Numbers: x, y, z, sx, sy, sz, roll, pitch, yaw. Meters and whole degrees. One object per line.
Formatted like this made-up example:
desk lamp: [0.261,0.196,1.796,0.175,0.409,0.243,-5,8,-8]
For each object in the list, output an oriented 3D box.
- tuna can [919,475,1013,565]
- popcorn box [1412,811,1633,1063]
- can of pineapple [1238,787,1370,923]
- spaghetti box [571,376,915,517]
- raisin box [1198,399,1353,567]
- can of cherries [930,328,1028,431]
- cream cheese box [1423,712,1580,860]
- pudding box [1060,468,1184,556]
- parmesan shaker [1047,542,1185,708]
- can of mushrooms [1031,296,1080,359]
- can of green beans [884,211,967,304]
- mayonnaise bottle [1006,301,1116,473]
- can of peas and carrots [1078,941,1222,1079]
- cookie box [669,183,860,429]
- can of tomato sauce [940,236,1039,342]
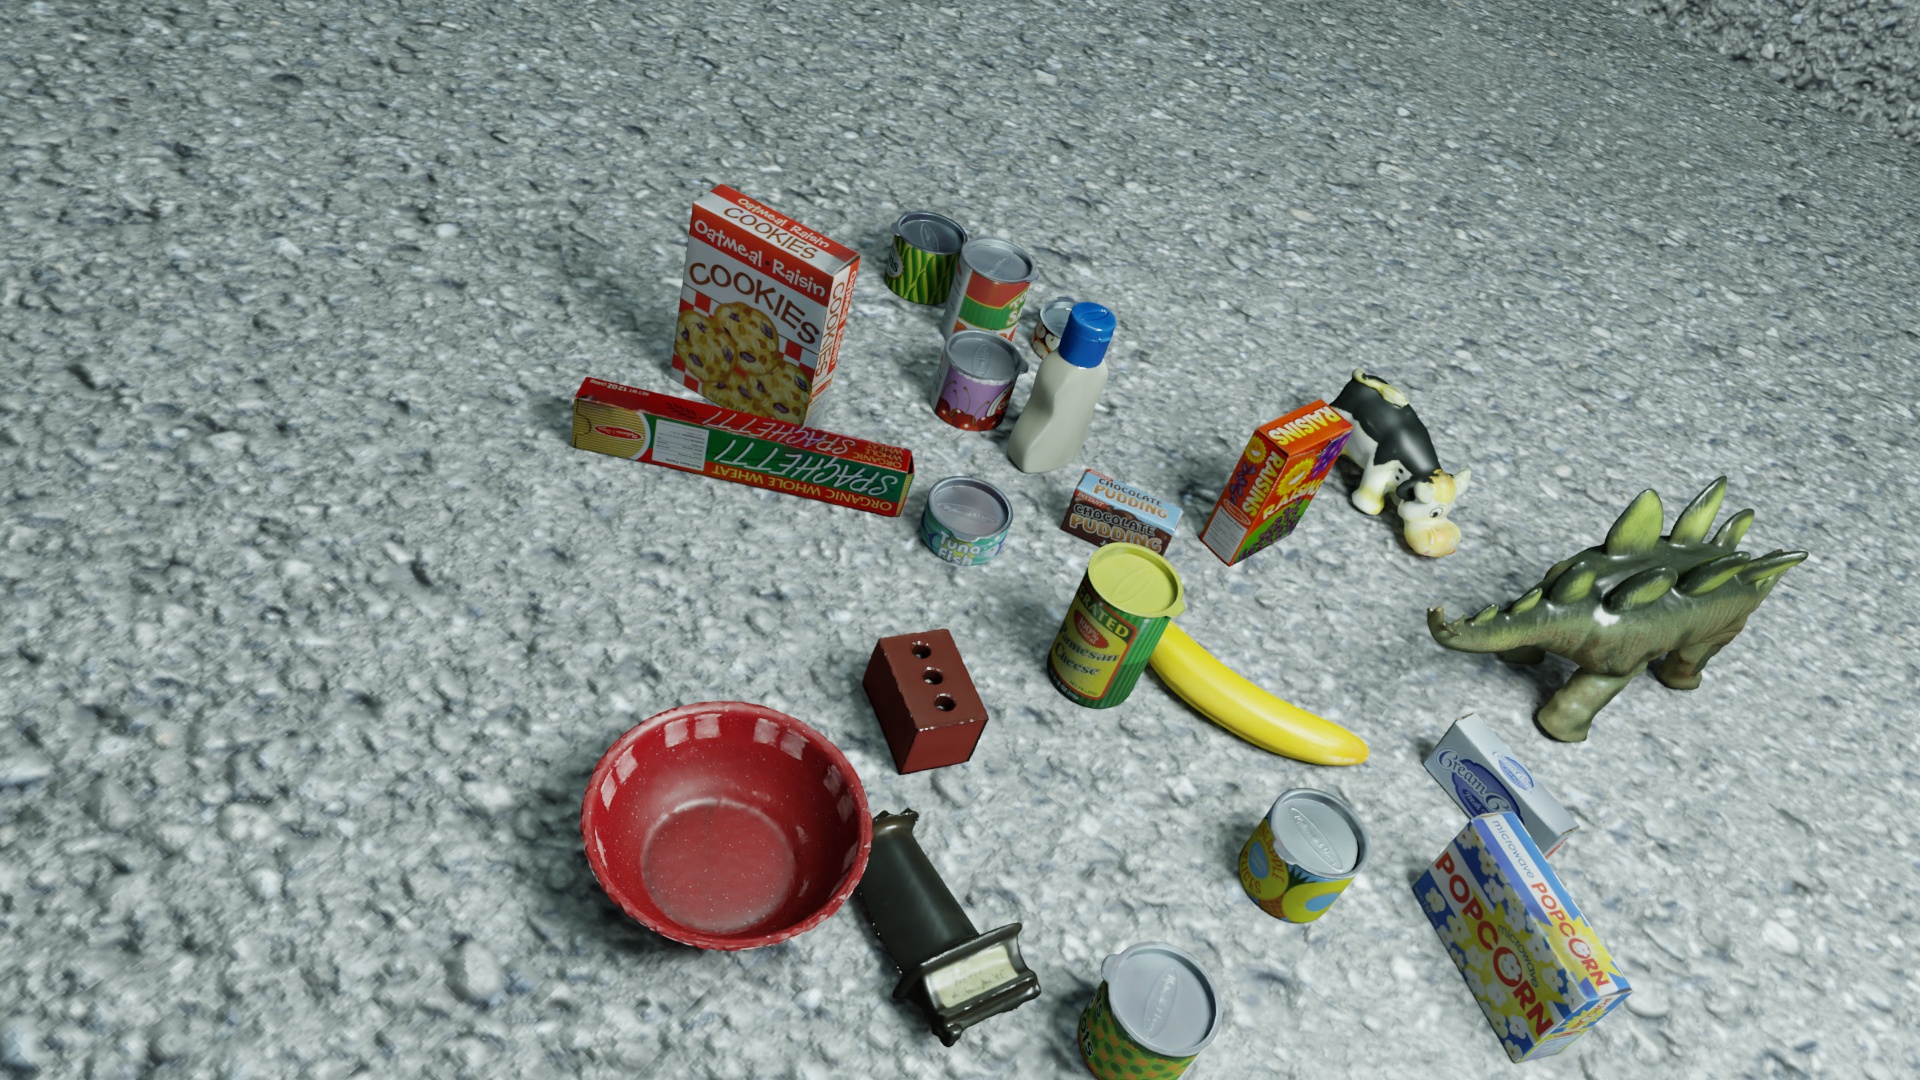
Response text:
tuna can: [0.004,-0.013,1.045,0.071,0.032,0.071,10,44,-10]
popcorn box: [0.344,0.245,0.864,0.038,0.084,0.127,-4,48,-23]
can of pineapple: [0.216,0.201,0.883,0.071,0.057,0.071,10,44,-10]
spaghetti box: [-0.159,-0.068,1.030,0.250,0.049,0.029,12,43,-7]
raisin box: [0.248,-0.045,1.097,0.086,0.122,0.040,-23,57,-36]
can of cherries: [0.015,-0.131,1.150,0.071,0.058,0.072,10,44,-10]
cream cheese box: [0.374,0.176,0.967,0.024,0.053,0.104,-14,52,-31]
pudding box: [0.125,-0.017,1.079,0.084,0.049,0.030,25,43,6]
parmesan shaker: [0.106,0.062,0.953,0.071,0.102,0.072,10,44,-10]
can of mushrooms: [0.099,-0.187,1.254,0.071,0.033,0.071,10,44,-10]
can of green beans: [-0.032,-0.256,1.262,0.071,0.057,0.071,10,44,-10]
mayonnaise bottle: [0.084,-0.120,1.097,0.065,0.147,0.041,-17,54,-32]
can of peas and carrots: [0.102,0.267,0.776,0.071,0.058,0.071,10,44,-10]
cookie box: [-0.151,-0.168,1.050,0.123,0.166,0.040,29,44,10]
can of tomato sauce: [0.025,-0.212,1.219,0.071,0.082,0.071,10,44,-10]
